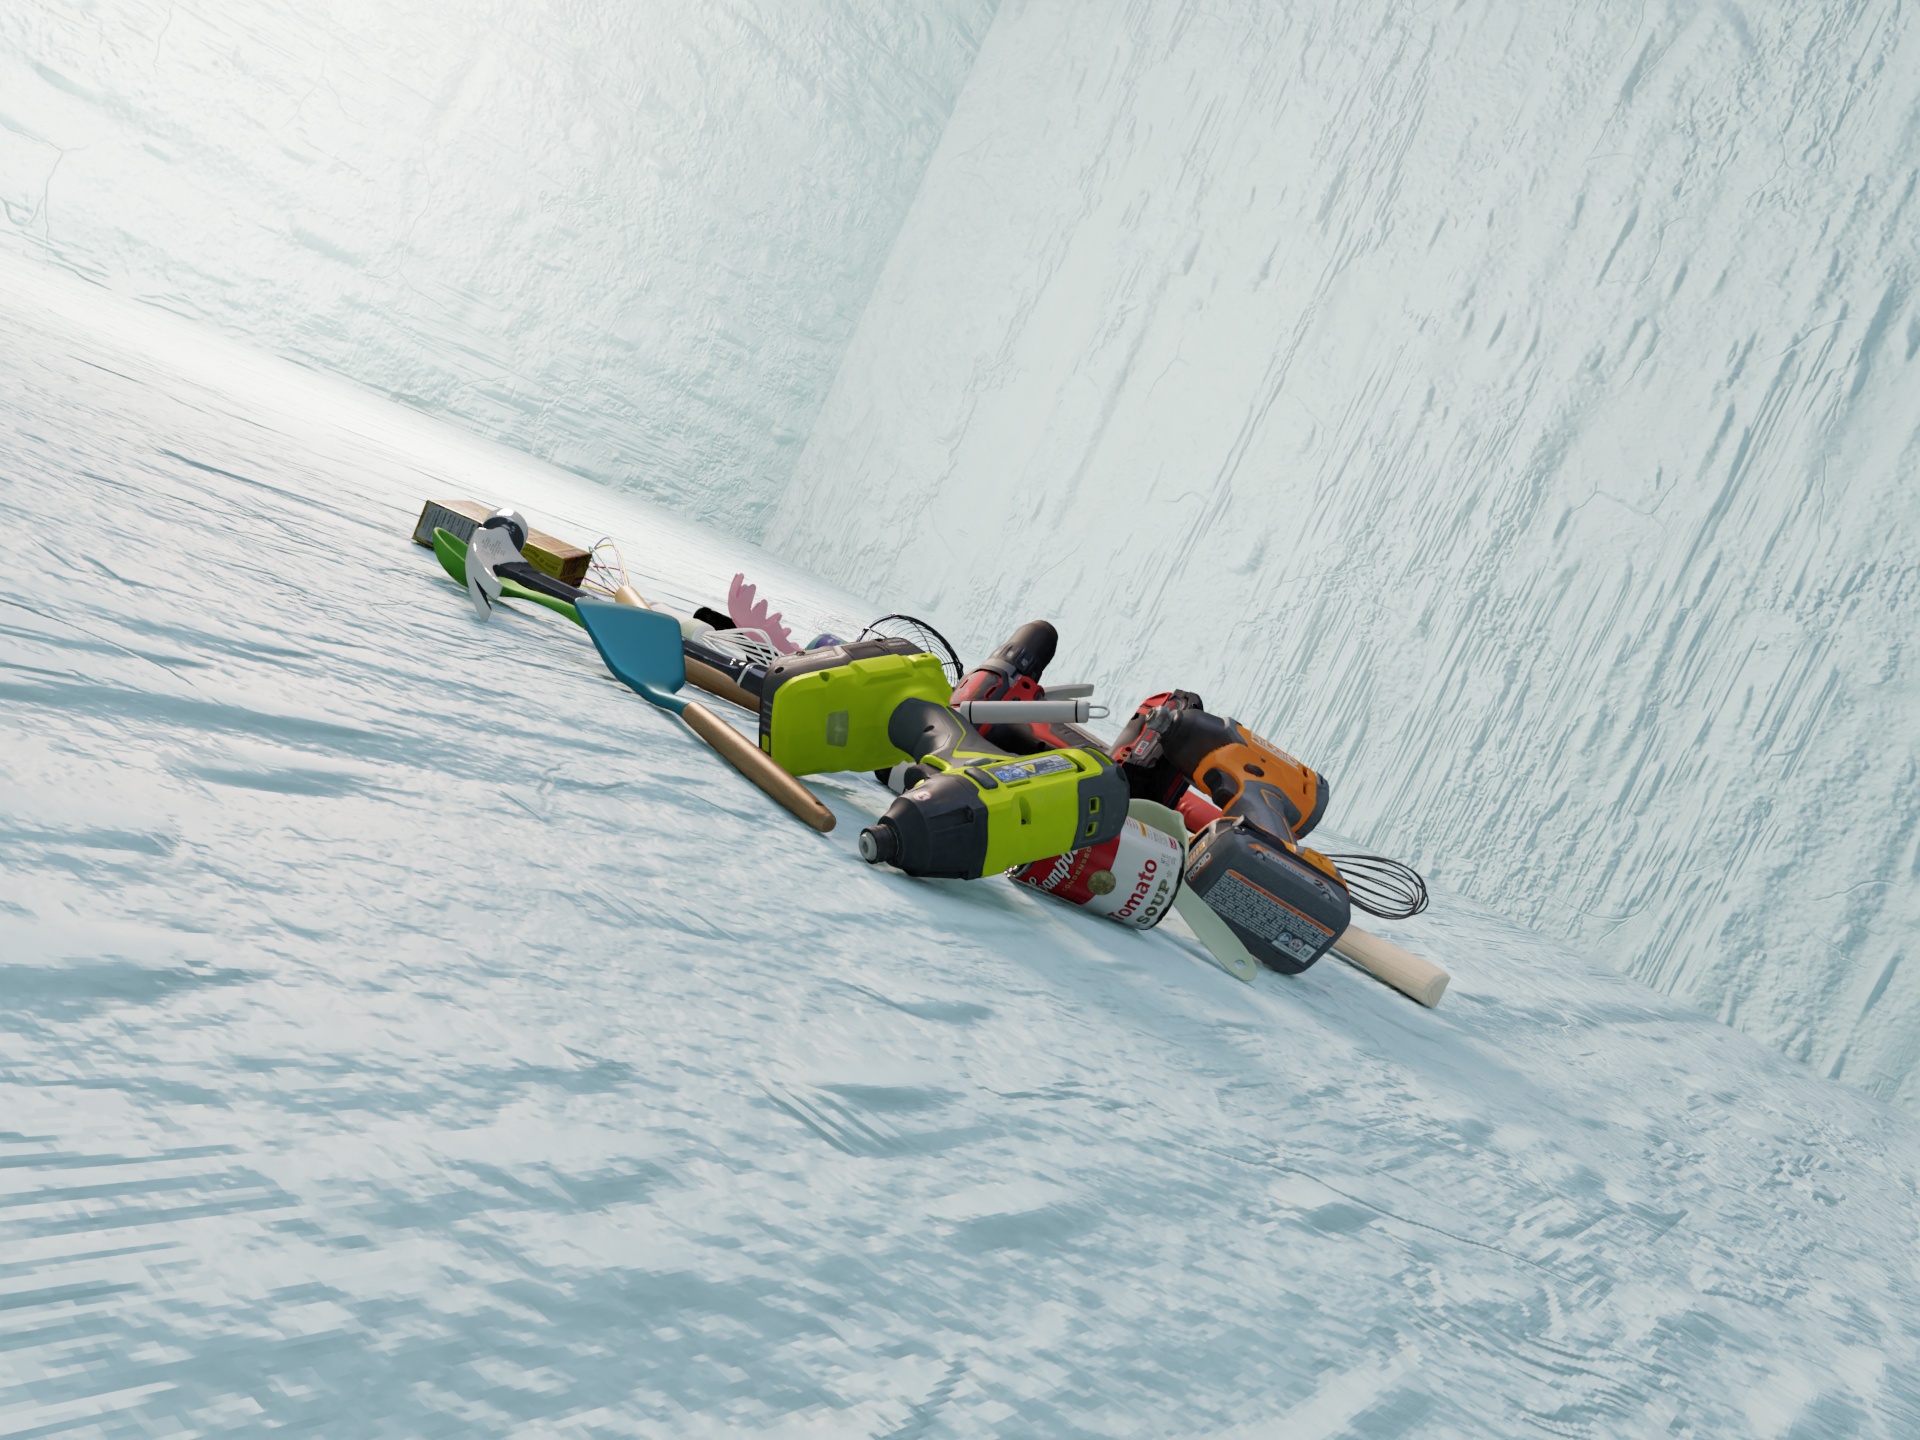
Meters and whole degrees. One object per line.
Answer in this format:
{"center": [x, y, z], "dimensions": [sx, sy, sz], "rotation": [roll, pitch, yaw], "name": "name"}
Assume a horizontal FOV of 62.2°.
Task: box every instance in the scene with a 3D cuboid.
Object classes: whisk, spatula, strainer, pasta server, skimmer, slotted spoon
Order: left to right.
{"center": [-0.265, -0.065, 1.227], "dimensions": [0.313, 0.031, 0.070], "rotation": [26, 5, -7], "name": "slotted spoon"}
{"center": [-0.319, -0.118, 1.479], "dimensions": [0.047, 0.051, 0.245], "rotation": [-15, 27, -21], "name": "whisk"}
{"center": [-0.221, -0.071, 1.395], "dimensions": [0.057, 0.059, 0.246], "rotation": [-13, 23, -34], "name": "whisk"}
{"center": [-0.159, -0.006, 1.016], "dimensions": [0.082, 0.044, 0.318], "rotation": [10, 15, -38], "name": "spatula"}
{"center": [-0.088, -0.031, 1.333], "dimensions": [0.316, 0.040, 0.060], "rotation": [34, -9, 26], "name": "pasta server"}
{"center": [-0.073, -0.049, 1.815], "dimensions": [0.285, 0.070, 0.070], "rotation": [33, 9, 31], "name": "whisk"}
{"center": [-0.017, -0.008, 1.588], "dimensions": [0.090, 0.127, 0.363], "rotation": [-7, -14, 11], "name": "skimmer"}
{"center": [-0.002, -0.004, 1.350], "dimensions": [0.258, 0.050, 0.087], "rotation": [0, 38, 11], "name": "strainer"}
{"center": [0.313, 0.126, 1.459], "dimensions": [0.239, 0.055, 0.055], "rotation": [20, 4, 6], "name": "whisk"}

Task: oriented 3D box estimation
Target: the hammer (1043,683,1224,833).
{"center": [0.177, 0.055, 1.444], "dimensions": [0.149, 0.036, 0.359], "rotation": [-8, 30, -39], "name": "hammer"}

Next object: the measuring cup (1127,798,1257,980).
{"center": [0.149, 0.126, 1.106], "dimensions": [0.168, 0.083, 0.038], "rotation": [50, -19, 32], "name": "measuring cup"}

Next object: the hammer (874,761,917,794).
{"center": [0.091, 0.091, 1.245], "dimensions": [0.336, 0.034, 0.127], "rotation": [20, 6, -41], "name": "hammer"}

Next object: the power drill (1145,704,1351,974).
{"center": [0.213, 0.076, 1.223], "dimensions": [0.164, 0.084, 0.227], "rotation": [31, 27, -11], "name": "power drill"}

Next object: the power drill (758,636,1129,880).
{"center": [-0.028, 0.025, 0.986], "dimensions": [0.171, 0.080, 0.223], "rotation": [-11, 27, -33], "name": "power drill"}

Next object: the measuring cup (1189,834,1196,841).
{"center": [0.175, 0.117, 1.416], "dimensions": [0.156, 0.029, 0.062], "rotation": [13, 35, 24], "name": "measuring cup"}

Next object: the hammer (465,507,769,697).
{"center": [-0.176, -0.041, 1.195], "dimensions": [0.408, 0.036, 0.149], "rotation": [24, 20, -16], "name": "hammer"}

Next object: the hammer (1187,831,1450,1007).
{"center": [0.258, 0.147, 1.448], "dimensions": [0.146, 0.038, 0.411], "rotation": [17, 9, -46], "name": "hammer"}

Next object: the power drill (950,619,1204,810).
{"center": [0.102, -0.005, 1.407], "dimensions": [0.227, 0.188, 0.080], "rotation": [18, -42, 26], "name": "power drill"}
